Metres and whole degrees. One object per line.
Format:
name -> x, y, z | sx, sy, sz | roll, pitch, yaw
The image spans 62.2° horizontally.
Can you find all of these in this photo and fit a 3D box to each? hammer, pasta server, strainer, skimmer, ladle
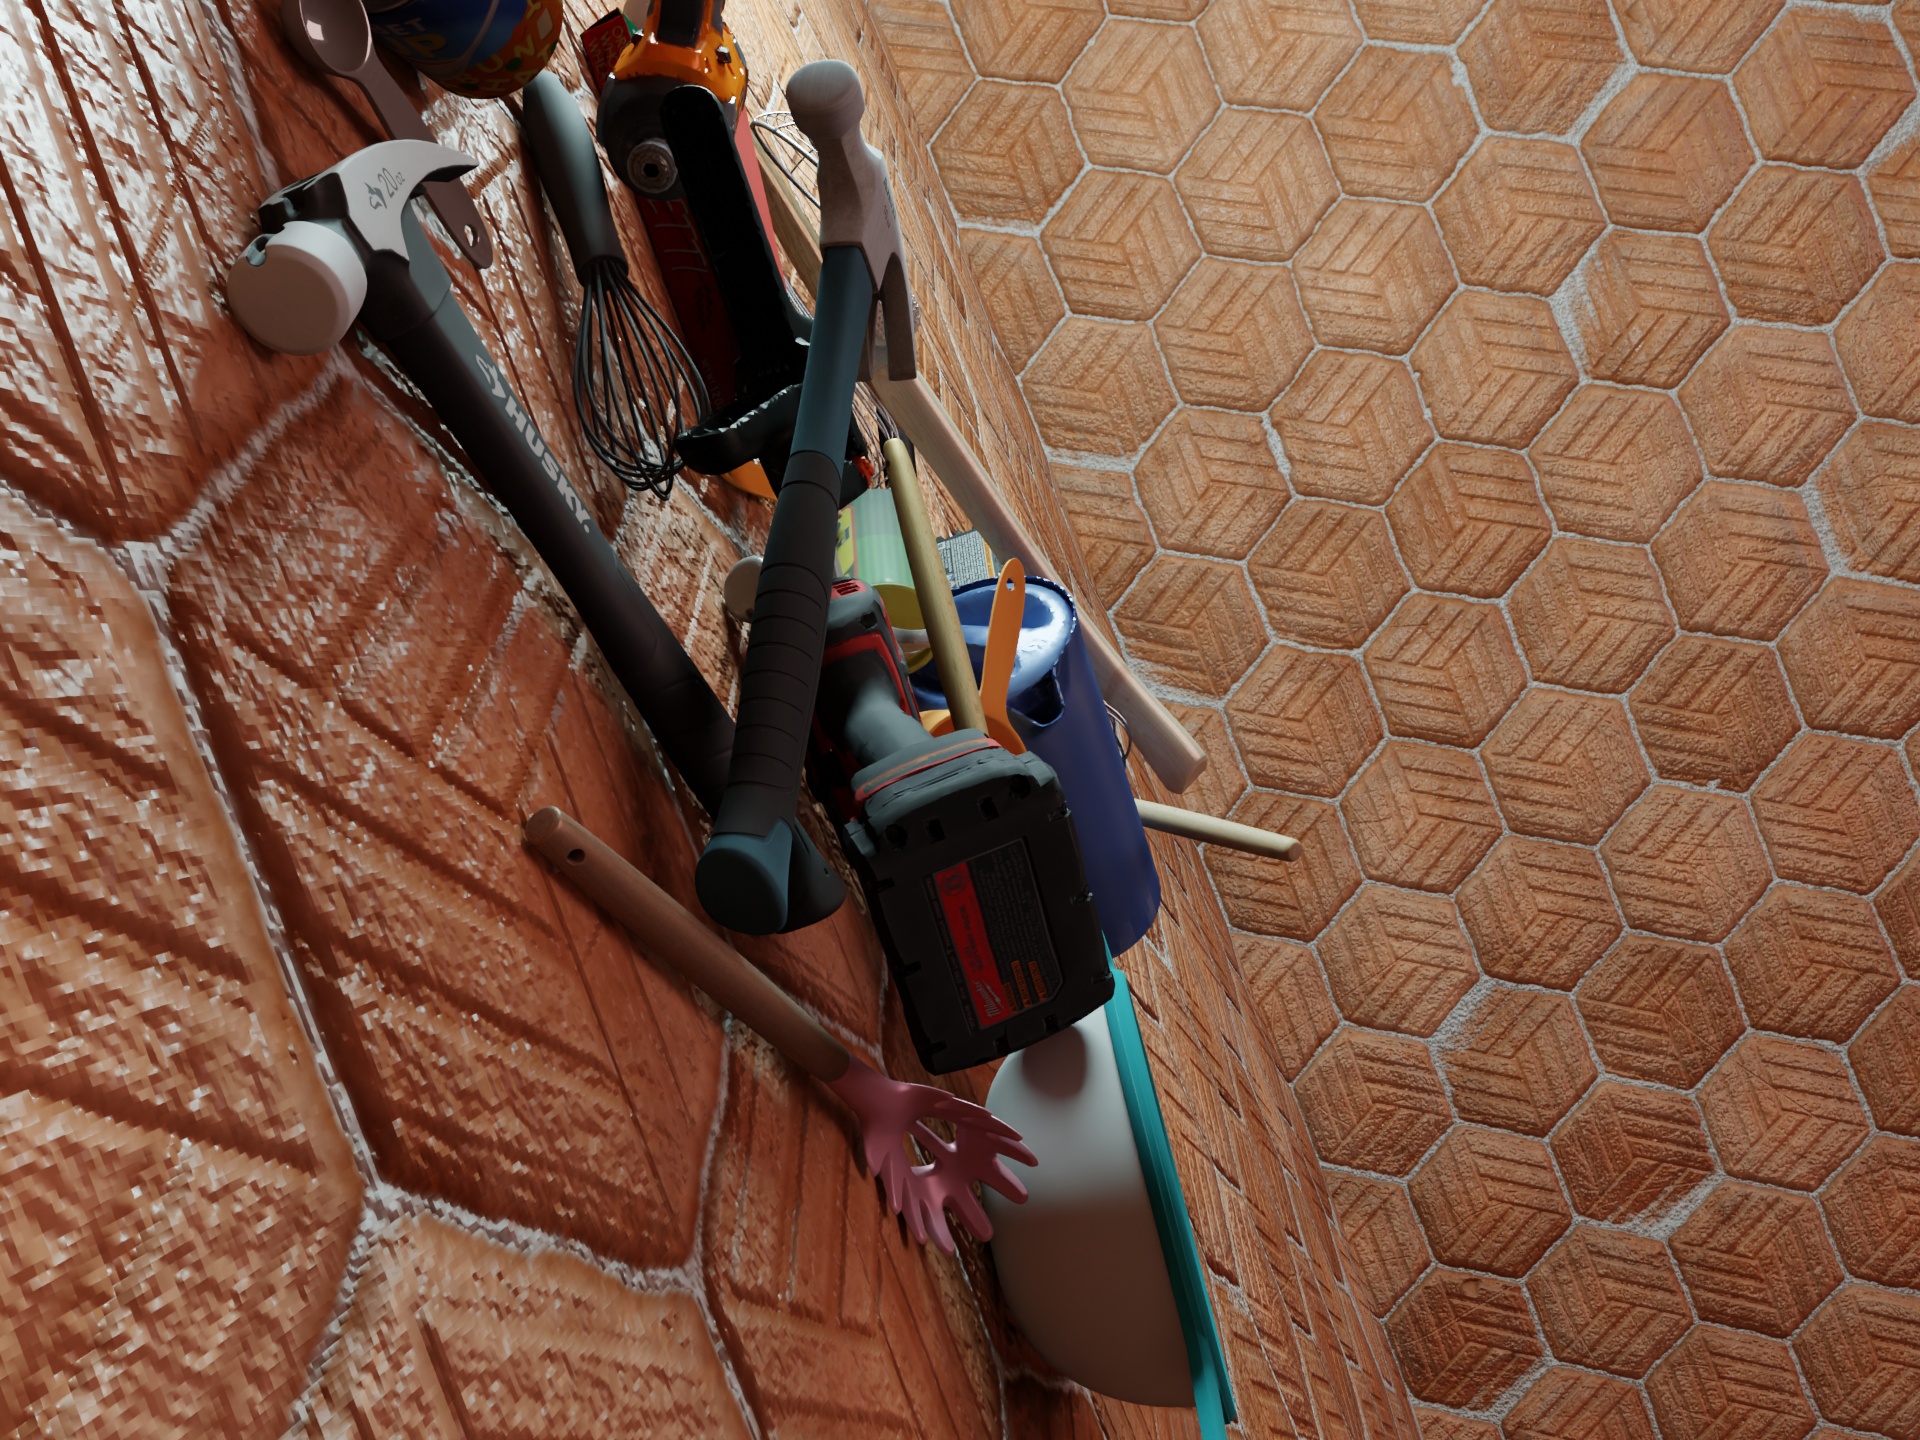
hammer -> -0.058, -0.083, 0.603 | 0.128, 0.033, 0.331 | 67, 26, -61
pasta server -> -0.055, 0.120, 0.583 | 0.040, 0.060, 0.315 | 39, -10, 42
strainer -> 0.062, 0.262, 0.703 | 0.341, 0.095, 0.210 | -94, 169, -62
hammer -> -0.120, -0.346, 1.091 | 0.331, 0.031, 0.130 | 57, 13, -25
skimmer -> -0.092, -0.293, 1.212 | 0.127, 0.090, 0.363 | 41, 40, -76
hammer -> -0.124, -0.045, 0.566 | 0.146, 0.035, 0.334 | -95, 161, -53
hammer -> -0.095, -0.204, 0.838 | 0.149, 0.037, 0.359 | 11, 61, -56
ladle -> 0.003, -0.009, 0.786 | 0.069, 0.031, 0.316 | 125, -45, -56
hammer -> 0.038, -0.111, 1.087 | 0.410, 0.038, 0.146 | 52, -18, -18

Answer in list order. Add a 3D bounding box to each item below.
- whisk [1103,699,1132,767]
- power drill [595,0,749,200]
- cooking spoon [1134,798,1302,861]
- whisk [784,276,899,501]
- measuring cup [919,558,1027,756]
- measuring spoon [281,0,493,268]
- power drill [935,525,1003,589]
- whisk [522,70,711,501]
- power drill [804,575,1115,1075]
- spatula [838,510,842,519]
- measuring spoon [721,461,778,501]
whisk -> 0.025, -0.044, 1.079 | 0.246, 0.058, 0.059 | 41, 33, -15
power drill -> -0.117, -0.346, 0.694 | 0.164, 0.084, 0.226 | -93, -165, -52
cooking spoon -> 0.111, 0.060, 1.073 | 0.319, 0.017, 0.068 | 12, -42, 56
whisk -> -0.110, -0.253, 0.985 | 0.284, 0.070, 0.070 | 64, 10, 5
measuring cup -> -0.001, -0.003, 0.850 | 0.095, 0.052, 0.174 | 22, 74, -38
measuring spoon -> -0.201, -0.206, 0.560 | 0.124, 0.018, 0.034 | 65, 31, -55
power drill -> 0.037, -0.037, 1.245 | 0.171, 0.080, 0.223 | -97, 166, -53
whisk -> -0.156, -0.194, 0.680 | 0.239, 0.055, 0.055 | 69, 10, 24
power drill -> -0.017, 0.054, 0.681 | 0.227, 0.080, 0.187 | -130, -159, -60
spatula -> -0.136, -0.260, 0.939 | 0.316, 0.018, 0.059 | 67, 10, 6
measuring spoon -> -0.111, -0.128, 0.862 | 0.117, 0.011, 0.021 | 7, 62, -74
